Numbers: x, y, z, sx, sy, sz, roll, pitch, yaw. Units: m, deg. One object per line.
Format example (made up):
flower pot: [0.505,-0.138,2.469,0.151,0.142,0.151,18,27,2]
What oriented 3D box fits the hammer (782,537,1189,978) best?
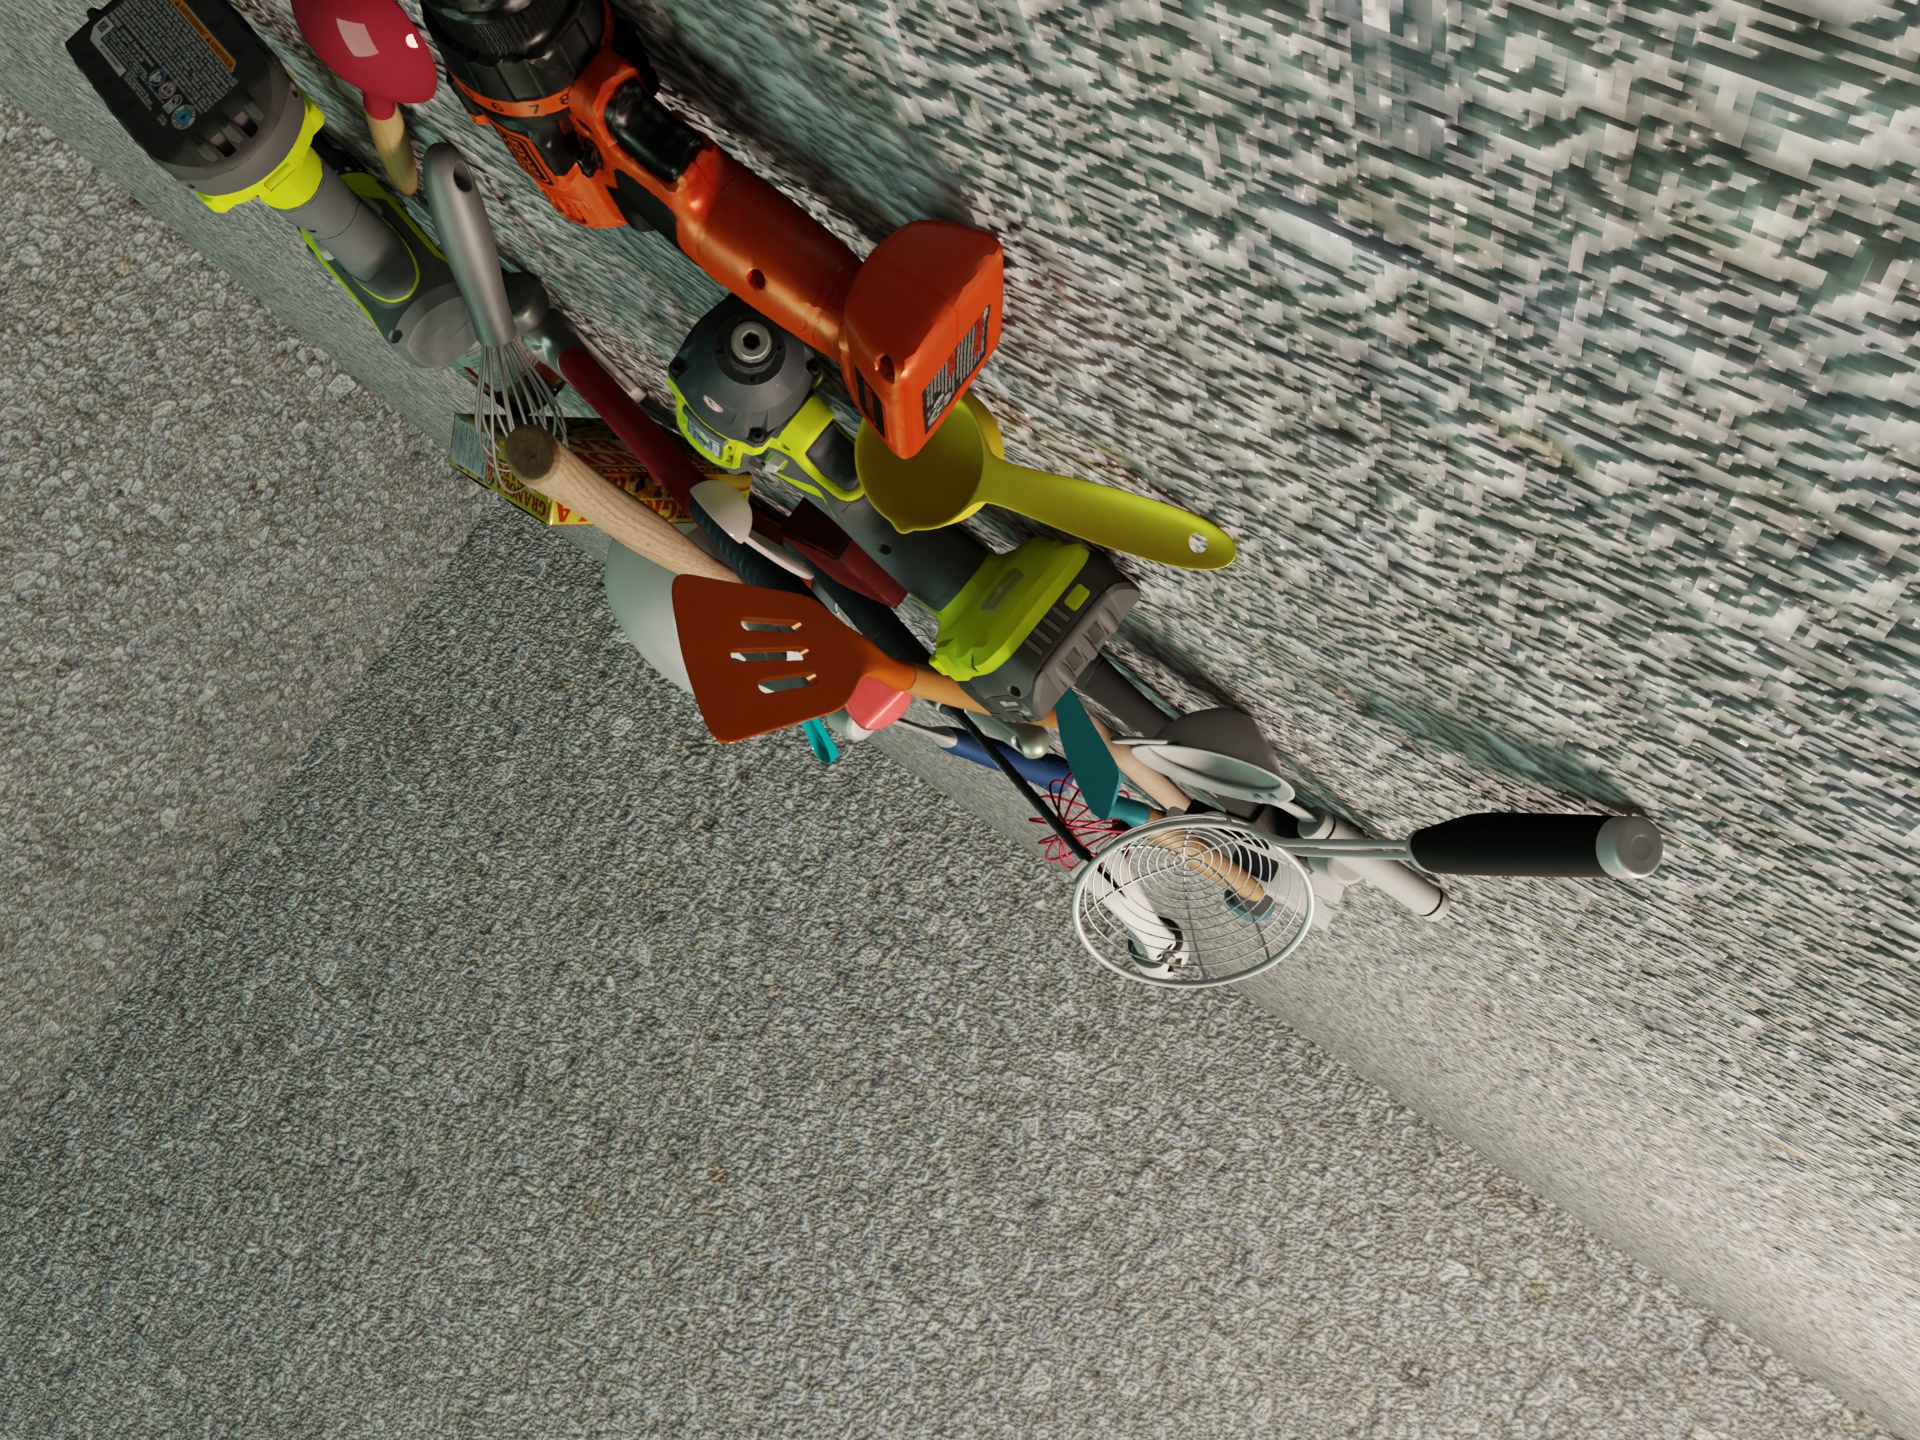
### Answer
hammer: [-0.002,-0.003,1.034,0.409,0.036,0.149,48,177,31]

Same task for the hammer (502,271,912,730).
hammer: [-0.146,-0.123,0.944,0.387,0.038,0.143,47,-178,29]

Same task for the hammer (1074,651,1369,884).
hammer: [0.082,-0.018,0.896,0.334,0.035,0.146,38,173,-23]

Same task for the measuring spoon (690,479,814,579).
measuring spoon: [-0.095,-0.093,0.781,0.034,0.018,0.124,49,-173,19]

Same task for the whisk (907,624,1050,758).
whisk: [-0.003,-0.022,1.189,0.247,0.059,0.057,35,148,55]

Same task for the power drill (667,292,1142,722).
power drill: [-0.034,-0.098,0.719,0.223,0.080,0.171,39,175,-8]

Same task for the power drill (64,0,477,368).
power drill: [-0.380,-0.314,0.894,0.191,0.080,0.228,48,180,16]

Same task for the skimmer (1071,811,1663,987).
skimmer: [0.167,0.086,0.722,0.127,0.090,0.363,25,167,-16]

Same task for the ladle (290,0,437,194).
ladle: [-0.283,-0.297,0.780,0.069,0.031,0.315,36,176,-16]

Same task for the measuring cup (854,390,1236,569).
measuring cup: [0.033,-0.087,0.605,0.156,0.062,0.029,21,-161,18]

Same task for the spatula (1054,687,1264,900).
spatula: [0.123,0.057,0.920,0.317,0.044,0.082,33,-157,-53]

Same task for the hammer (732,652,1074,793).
hammer: [-0.023,0.008,1.262,0.144,0.035,0.405,25,-177,32]

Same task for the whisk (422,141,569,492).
whisk: [-0.262,-0.215,0.886,0.055,0.055,0.238,33,151,21]

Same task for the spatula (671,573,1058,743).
spatula: [-0.025,-0.016,0.810,0.322,0.041,0.081,13,-124,-61]

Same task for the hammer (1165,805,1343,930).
hammer: [0.220,0.125,1.212,0.128,0.033,0.330,24,174,14]

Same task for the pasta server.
pasta server: [0.093,0.016,1.106,0.315,0.040,0.060,39,-174,-41]

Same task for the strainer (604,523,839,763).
strainer: [-0.188,-0.043,1.288,0.211,0.095,0.340,28,157,35]

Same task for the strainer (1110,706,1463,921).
strainer: [0.183,0.050,0.843,0.258,0.050,0.087,32,164,-26]

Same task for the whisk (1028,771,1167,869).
whisk: [0.118,0.077,1.187,0.073,0.073,0.295,33,-172,20]

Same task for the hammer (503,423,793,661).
hammer: [-0.175,-0.103,0.943,0.130,0.031,0.331,46,-177,15]
